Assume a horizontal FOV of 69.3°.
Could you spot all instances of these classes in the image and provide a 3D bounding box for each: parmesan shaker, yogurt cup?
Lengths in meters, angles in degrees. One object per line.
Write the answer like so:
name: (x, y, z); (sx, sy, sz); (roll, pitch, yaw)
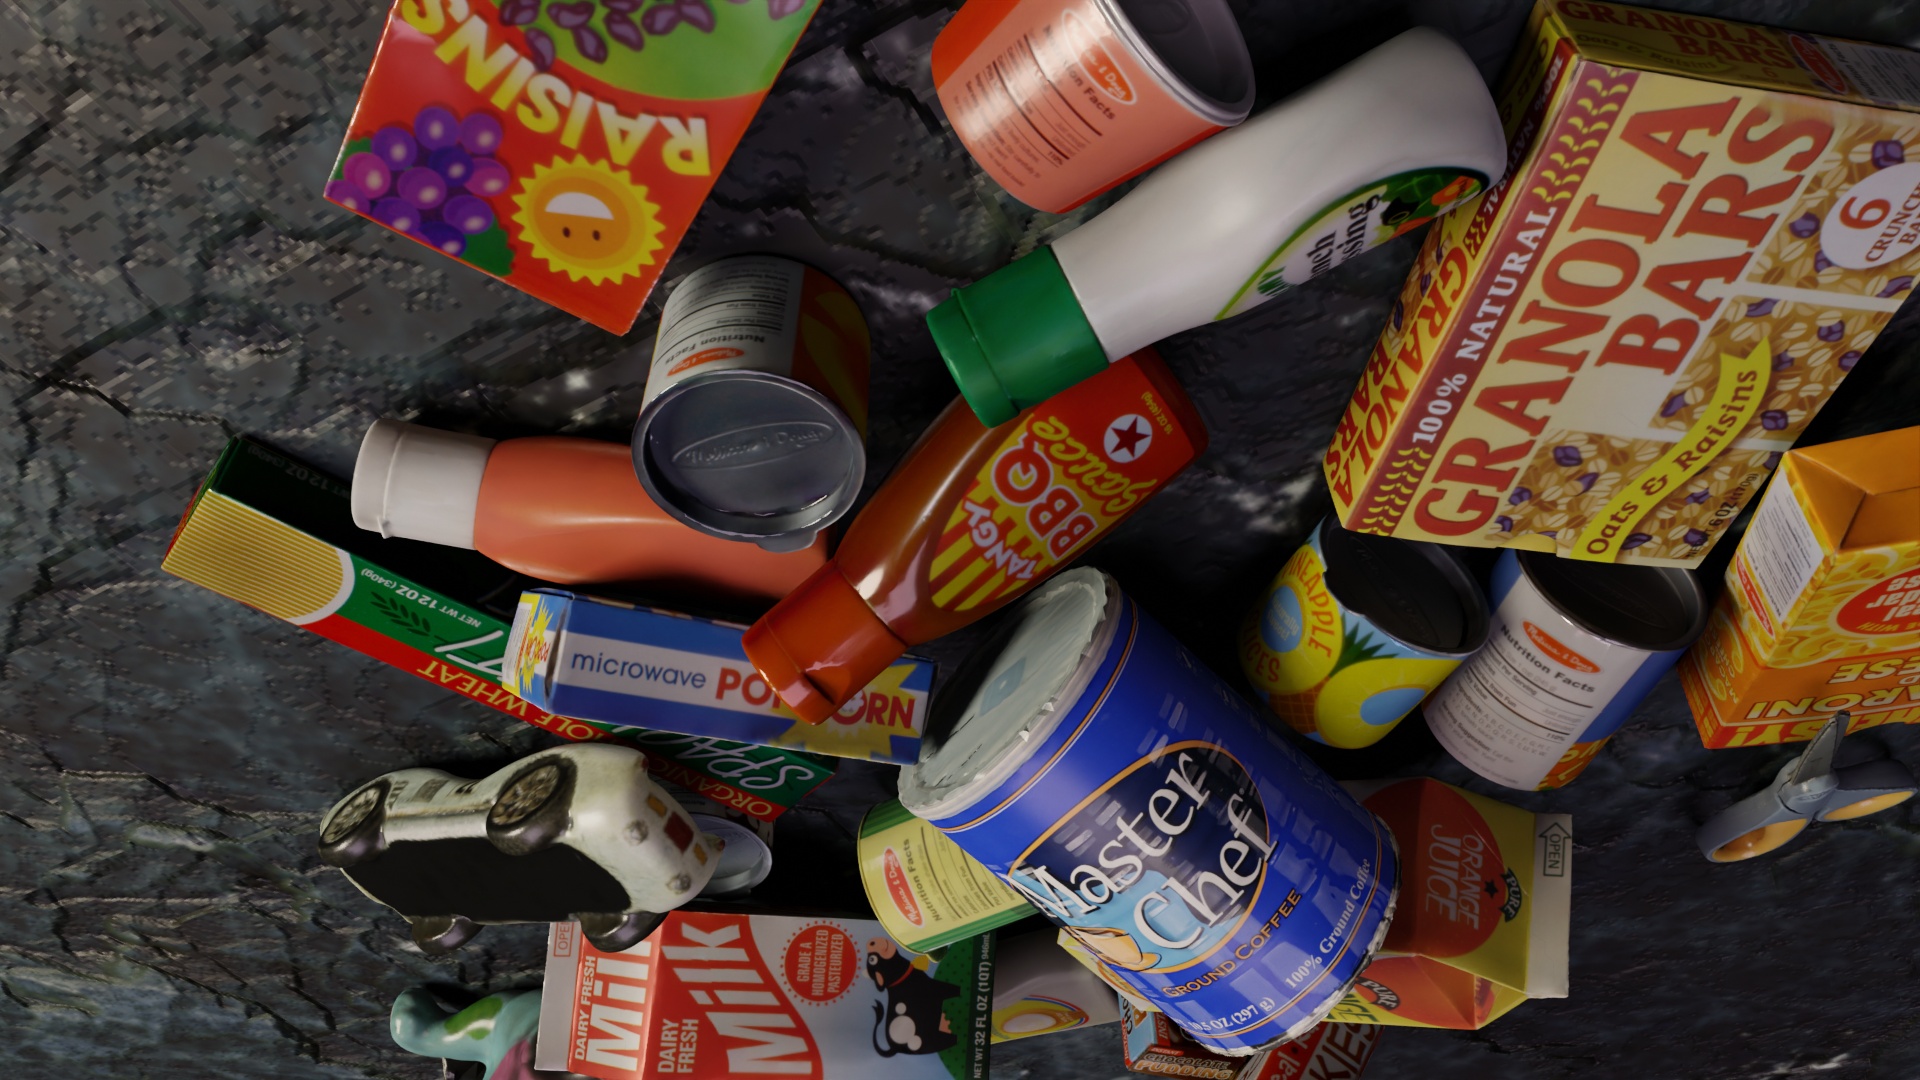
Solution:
parmesan shaker: (0.020, 0.125, 0.573); (0.103, 0.072, 0.071); (-26, 130, 22)
yogurt cup: (0.030, -0.116, 0.336); (0.072, 0.073, 0.053); (34, 134, -30)

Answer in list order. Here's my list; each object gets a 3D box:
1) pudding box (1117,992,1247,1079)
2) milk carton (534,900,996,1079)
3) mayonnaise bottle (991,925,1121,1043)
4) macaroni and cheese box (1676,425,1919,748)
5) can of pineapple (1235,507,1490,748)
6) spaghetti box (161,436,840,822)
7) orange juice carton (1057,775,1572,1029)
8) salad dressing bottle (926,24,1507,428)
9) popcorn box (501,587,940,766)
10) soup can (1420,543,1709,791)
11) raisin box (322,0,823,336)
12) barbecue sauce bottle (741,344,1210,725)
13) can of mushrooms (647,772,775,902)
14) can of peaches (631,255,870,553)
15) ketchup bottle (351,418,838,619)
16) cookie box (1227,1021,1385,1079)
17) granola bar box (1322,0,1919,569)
pudding box: (0.099, 0.204, 0.644); (0.050, 0.084, 0.030); (15, 130, -14)
milk carton: (-0.086, 0.199, 0.614); (0.191, 0.072, 0.073); (7, 167, -16)
mayonnaise bottle: (0.007, 0.230, 0.698); (0.148, 0.041, 0.064); (-18, 135, 16)
macaroni and cheese box: (0.322, 0.017, 0.460); (0.124, 0.040, 0.165); (-11, 149, 9)
can of pineapple: (0.136, 0.030, 0.480); (0.071, 0.071, 0.057); (16, 133, -16)
spaghetti box: (-0.157, 0.041, 0.515); (0.250, 0.029, 0.050); (30, 128, -27)
orange juice carton: (0.143, 0.145, 0.555); (0.192, 0.072, 0.073); (-11, 137, 36)
salad dressing bottle: (0.064, -0.078, 0.362); (0.147, 0.044, 0.064); (-27, 171, 8)
popcorn box: (-0.083, 0.046, 0.471); (0.127, 0.038, 0.085); (13, 173, -26)
soup can: (0.212, 0.037, 0.493); (0.071, 0.072, 0.083); (7, 136, -8)
raisin box: (-0.095, -0.121, 0.346); (0.086, 0.040, 0.122); (24, 129, -24)
barbecue sauce bottle: (0.001, -0.005, 0.418); (0.148, 0.044, 0.064); (-40, 125, 1)
can of mushrooms: (-0.112, 0.124, 0.596); (0.071, 0.034, 0.070); (-1, 135, -1)
can of peaches: (-0.060, -0.041, 0.414); (0.071, 0.058, 0.070); (-1, 135, -1)
ketchup bottle: (-0.117, -0.007, 0.454); (0.149, 0.044, 0.064); (11, 151, -11)
cookie box: (0.147, 0.251, 0.638); (0.040, 0.168, 0.122); (34, 136, 15)
granola bar box: (0.195, -0.064, 0.406); (0.124, 0.039, 0.164); (6, 135, -7)
